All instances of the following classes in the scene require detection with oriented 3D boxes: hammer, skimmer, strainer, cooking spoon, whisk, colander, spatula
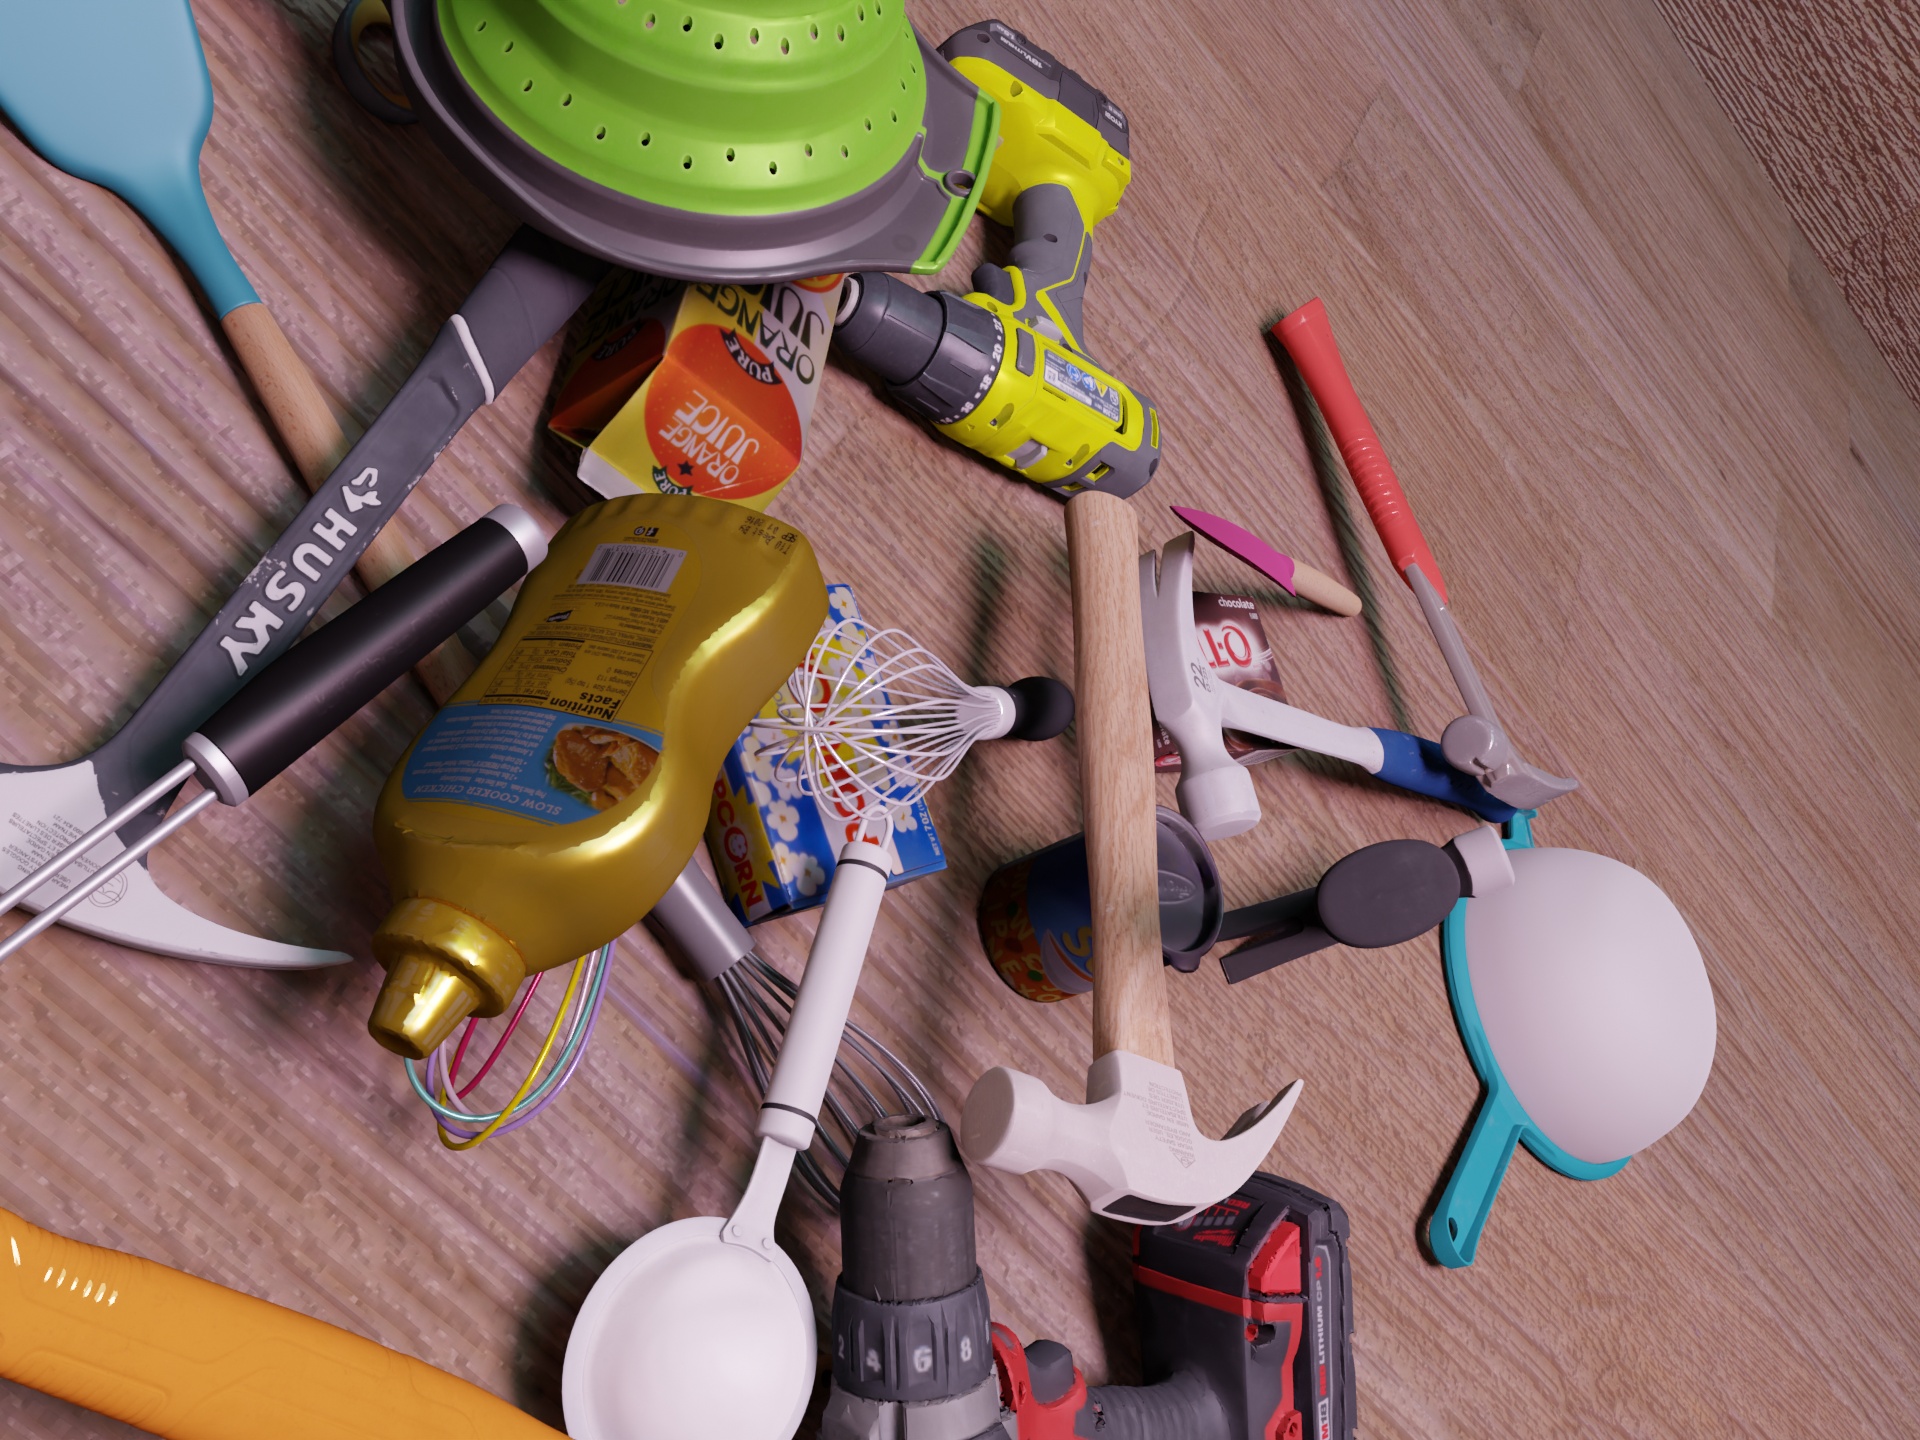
[{"bbox_3d":[0.162,0.074,0.645,0.334,0.146,0.035,24,46,-75],"label":"hammer"},{"bbox_3d":[-0.213,0.058,0.382,0.363,0.090,0.127,-48,139,-35],"label":"skimmer"},{"bbox_3d":[0.355,0.186,0.903,0.211,0.095,0.340,57,41,-5],"label":"strainer"},{"bbox_3d":[0.176,-0.078,0.846,0.069,0.017,0.318,38,13,21],"label":"cooking spoon"},{"bbox_3d":[-0.082,0.084,0.568,0.239,0.055,0.055,53,43,-4],"label":"whisk"},{"bbox_3d":[0.213,0.009,0.851,0.405,0.035,0.144,13,58,-51],"label":"hammer"},{"bbox_3d":[-0.119,0.026,0.528,0.051,0.047,0.245,23,55,-9],"label":"whisk"},{"bbox_3d":[-0.192,0.119,0.344,0.336,0.034,0.127,49,48,-40],"label":"hammer"},{"bbox_3d":[-0.165,-0.286,0.541,0.397,0.094,0.205,20,57,-7],"label":"colander"},{"bbox_3d":[-0.059,0.138,0.513,0.086,0.050,0.259,33,56,-28],"label":"strainer"},{"bbox_3d":[-0.171,-0.104,0.533,0.149,0.036,0.409,42,57,-24],"label":"hammer"},{"bbox_3d":[0.064,0.033,0.620,0.130,0.031,0.332,25,45,-25],"label":"hammer"},{"bbox_3d":[0.277,-0.114,0.989,0.149,0.036,0.359,18,48,-50],"label":"hammer"},{"bbox_3d":[-0.228,-0.116,0.530,0.082,0.044,0.317,-31,94,-23],"label":"spatula"},{"bbox_3d":[0.000,-0.002,0.630,0.070,0.070,0.284,68,19,6],"label":"whisk"}]

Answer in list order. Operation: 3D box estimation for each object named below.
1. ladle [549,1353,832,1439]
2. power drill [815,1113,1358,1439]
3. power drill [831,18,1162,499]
[{"bbox_3d":[-0.150,0.216,0.445,0.315,0.031,0.069,5,76,-45],"label":"ladle"},{"bbox_3d":[0.044,0.219,0.567,0.226,0.080,0.188,-3,91,-43],"label":"power drill"},{"bbox_3d":[0.017,-0.237,0.811,0.190,0.080,0.229,21,58,-36],"label":"power drill"}]
